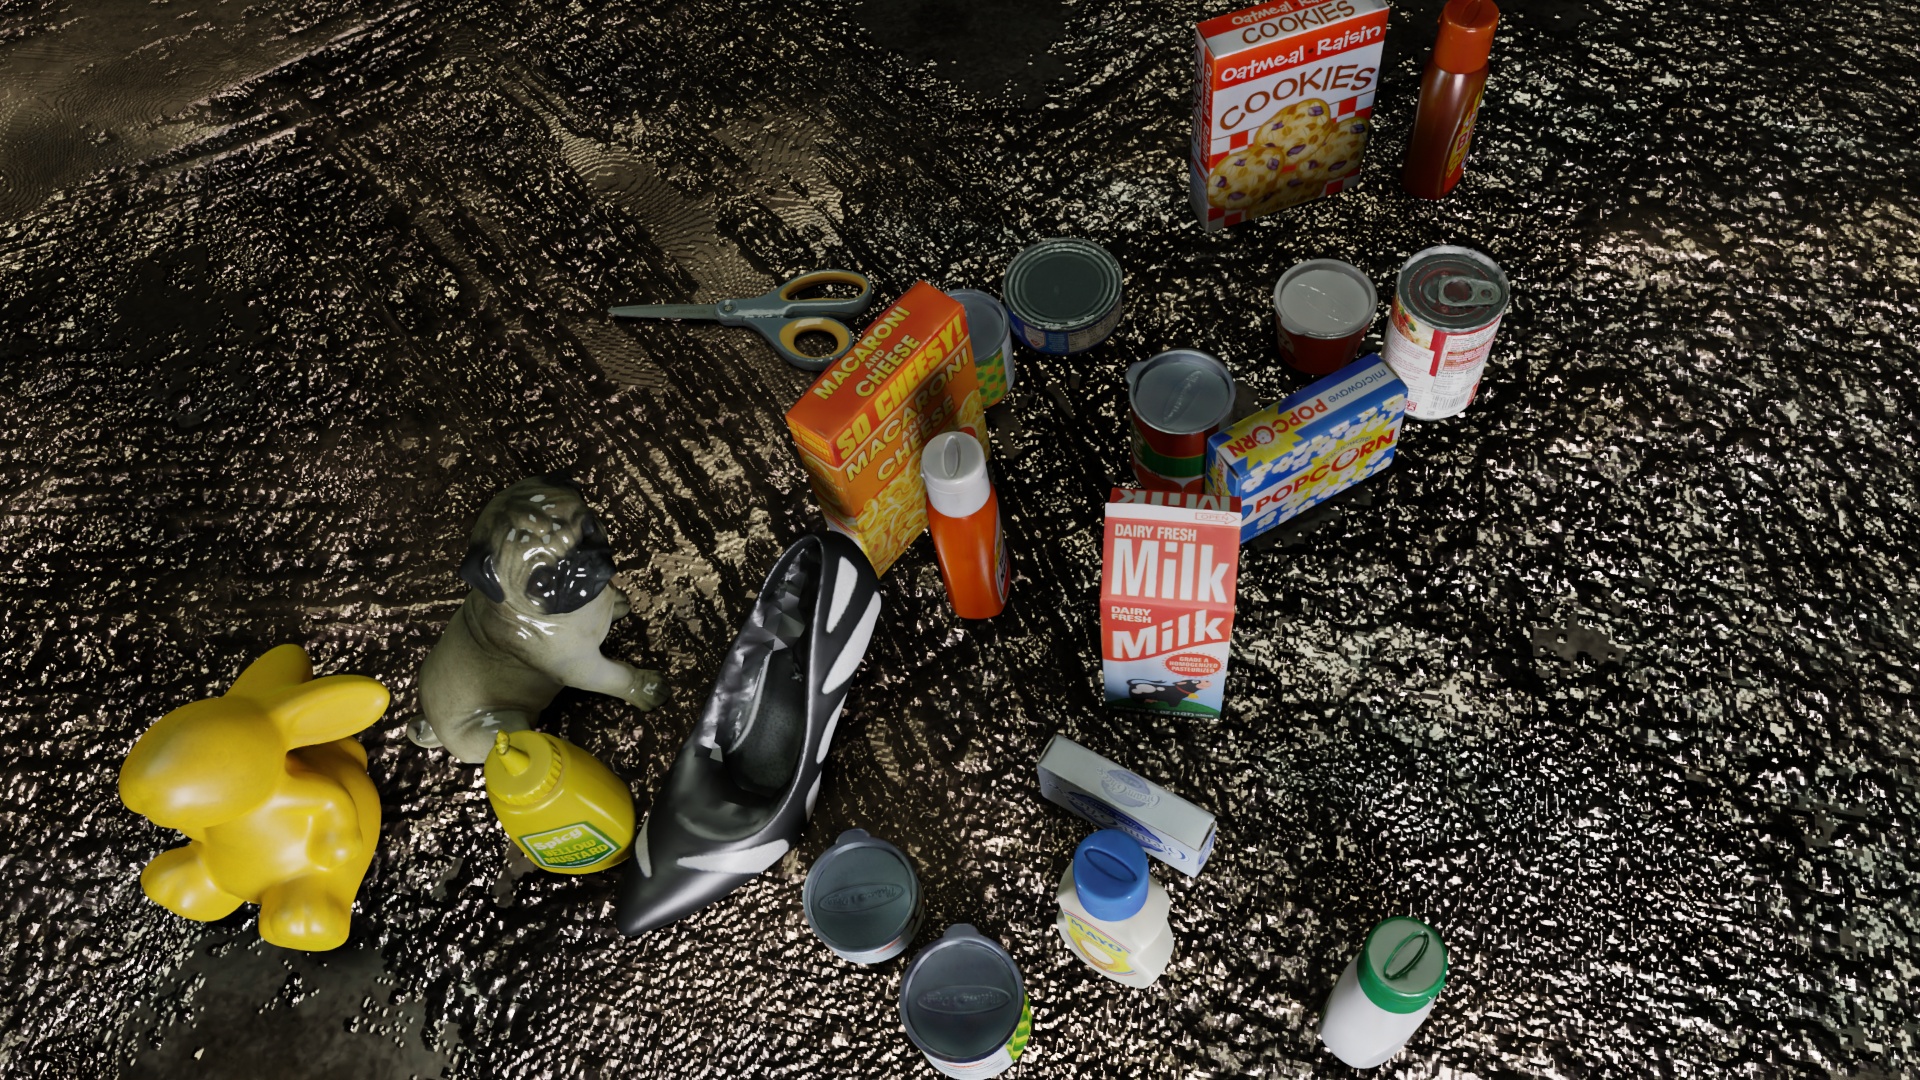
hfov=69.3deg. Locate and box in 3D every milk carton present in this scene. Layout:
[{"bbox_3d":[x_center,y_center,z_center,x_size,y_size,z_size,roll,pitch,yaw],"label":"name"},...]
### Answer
[{"bbox_3d":[0.118,0.030,0.784,0.072,0.189,0.074,4,61,10],"label":"milk carton"}]

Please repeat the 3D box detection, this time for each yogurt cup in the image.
[{"bbox_3d":[0.247,-0.151,0.952,0.072,0.053,0.073,-3,60,6],"label":"yogurt cup"}]

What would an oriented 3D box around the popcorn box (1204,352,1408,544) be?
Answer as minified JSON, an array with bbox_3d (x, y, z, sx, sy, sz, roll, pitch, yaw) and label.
[{"bbox_3d":[0.218,-0.056,0.883,0.127,0.085,0.038,-27,60,-8],"label":"popcorn box"}]

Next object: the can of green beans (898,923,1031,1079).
[{"bbox_3d":[0.004,0.251,0.747,0.071,0.057,0.071,-3,60,6],"label":"can of green beans"}]

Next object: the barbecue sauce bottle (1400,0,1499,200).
[{"bbox_3d":[0.345,-0.313,0.979,0.044,0.148,0.065,23,66,20],"label":"barbecue sauce bottle"}]

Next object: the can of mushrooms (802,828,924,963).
[{"bbox_3d":[-0.055,0.204,0.796,0.071,0.033,0.071,-3,60,6],"label":"can of mushrooms"}]

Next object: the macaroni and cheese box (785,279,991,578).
[{"bbox_3d":[-0.041,-0.066,0.875,0.040,0.165,0.124,33,69,23],"label":"macaroni and cheese box"}]

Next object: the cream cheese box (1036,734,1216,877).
[{"bbox_3d":[0.095,0.152,0.795,0.104,0.053,0.024,26,67,20],"label":"cream cheese box"}]

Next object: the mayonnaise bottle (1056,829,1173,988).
[{"bbox_3d":[0.079,0.190,0.720,0.065,0.147,0.041,28,67,21],"label":"mayonnaise bottle"}]

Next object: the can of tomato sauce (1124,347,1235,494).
[{"bbox_3d":[0.141,-0.074,0.904,0.071,0.082,0.071,-3,60,6],"label":"can of tomato sauce"}]

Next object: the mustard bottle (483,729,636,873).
[{"bbox_3d":[-0.232,0.144,0.782,0.065,0.159,0.049,-14,59,-1],"label":"mustard bottle"}]

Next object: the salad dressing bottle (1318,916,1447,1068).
[{"bbox_3d":[0.209,0.222,0.684,0.064,0.147,0.044,-41,63,-15],"label":"salad dressing bottle"}]

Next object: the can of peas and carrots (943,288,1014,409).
[{"bbox_3d":[0.001,-0.132,0.971,0.071,0.058,0.071,-3,60,6],"label":"can of peas and carrots"}]

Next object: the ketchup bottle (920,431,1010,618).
[{"bbox_3d":[0.003,-0.011,0.848,0.043,0.148,0.065,-4,60,6],"label":"ketchup bottle"}]

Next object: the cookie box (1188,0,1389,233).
[{"bbox_3d":[0.226,-0.304,0.979,0.123,0.166,0.040,-18,59,-3],"label":"cookie box"}]
